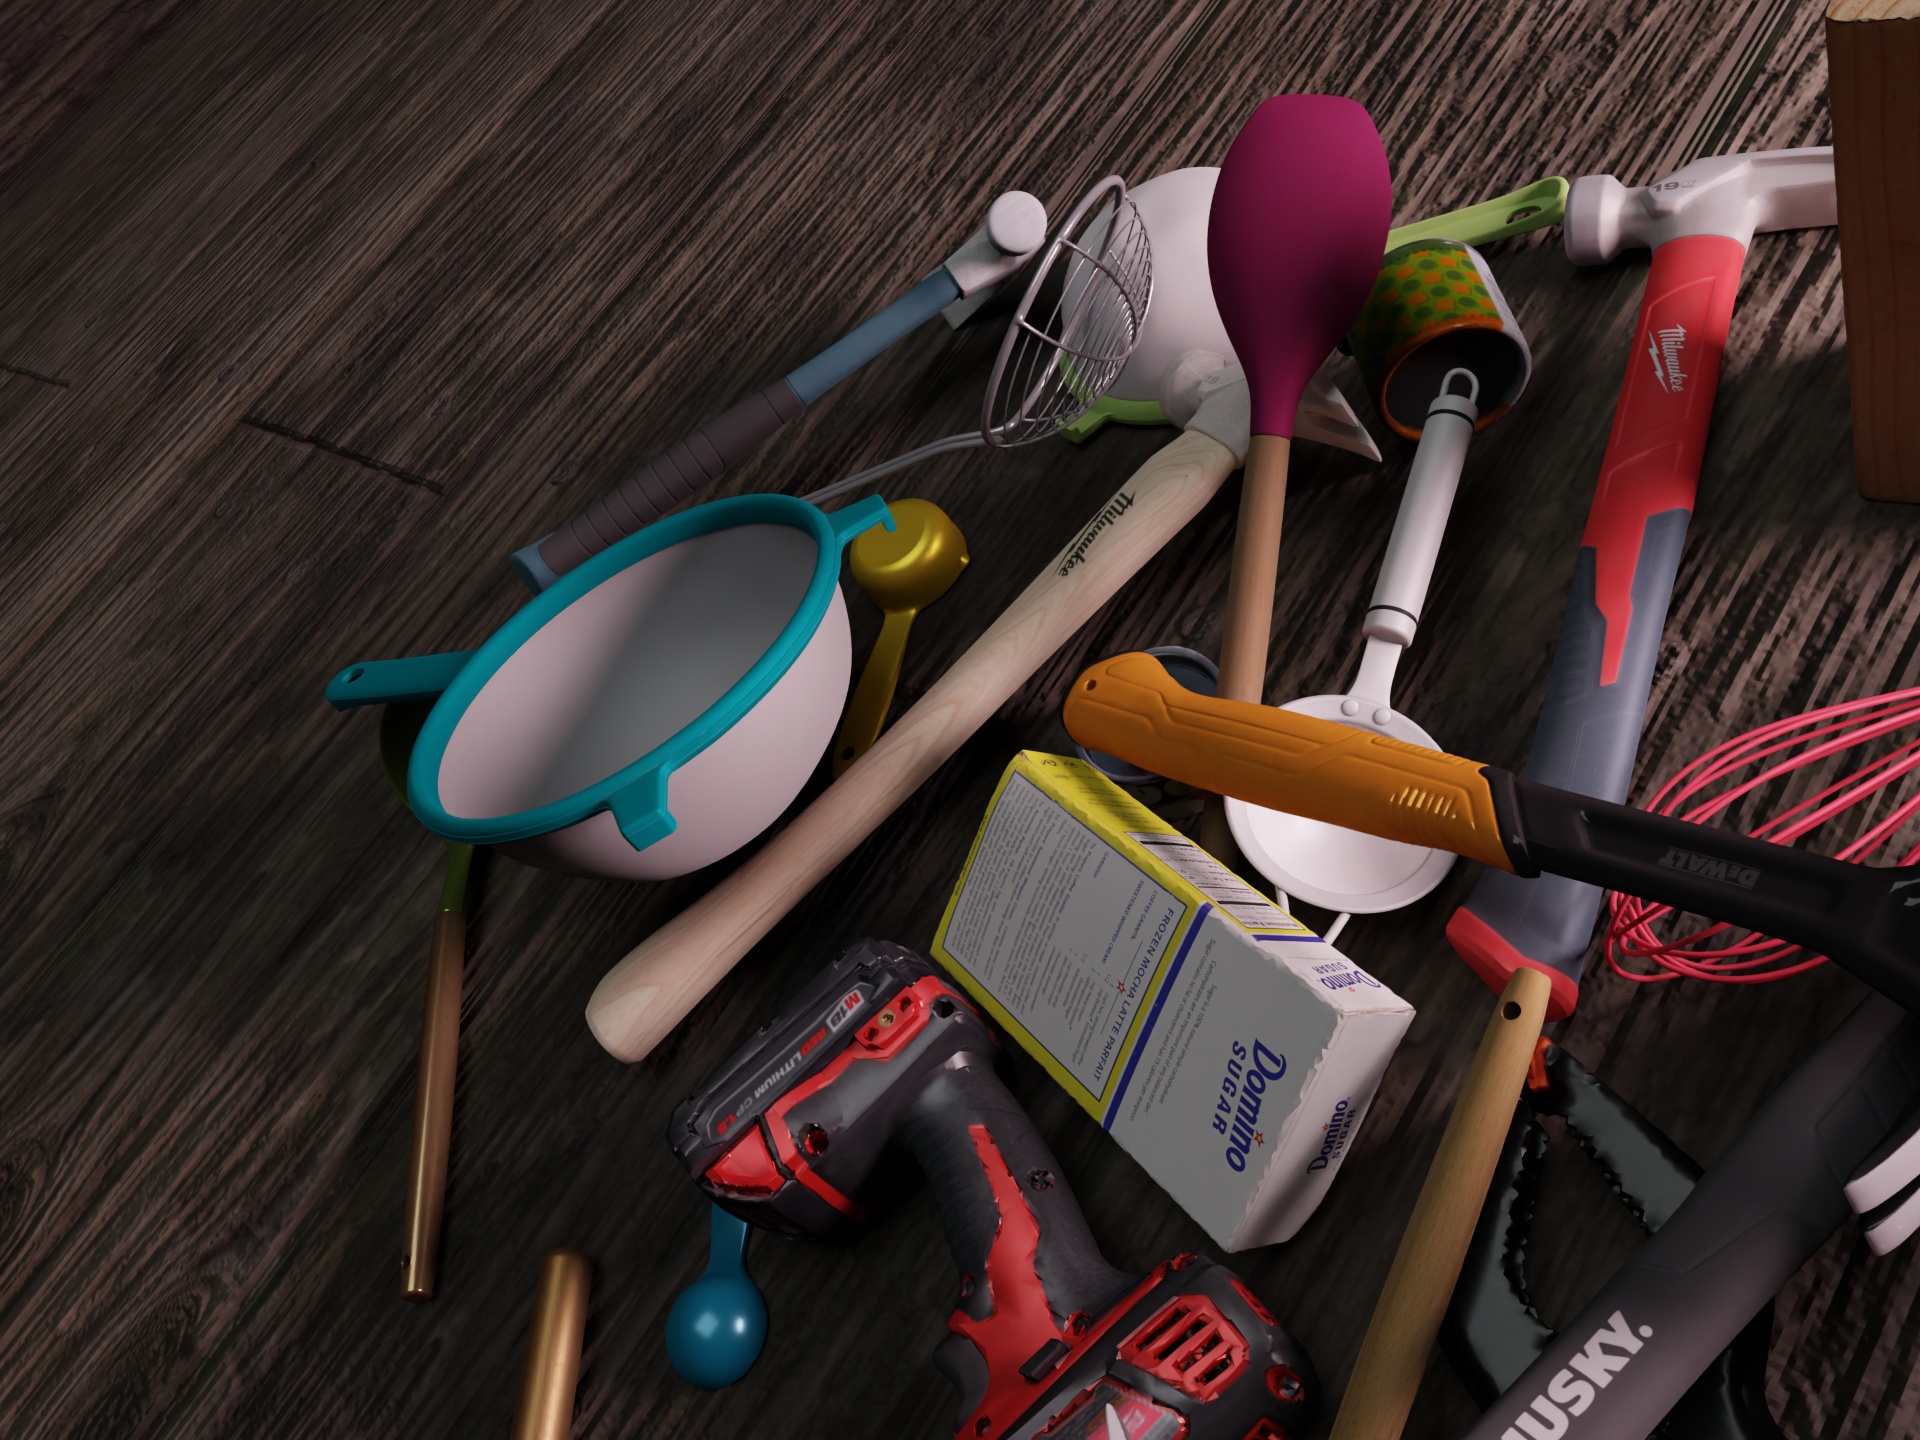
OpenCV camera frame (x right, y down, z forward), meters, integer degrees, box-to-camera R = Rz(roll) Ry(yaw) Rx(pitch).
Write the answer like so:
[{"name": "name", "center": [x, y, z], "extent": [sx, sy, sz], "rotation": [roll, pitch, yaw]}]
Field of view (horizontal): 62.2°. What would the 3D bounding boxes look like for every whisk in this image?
[{"name": "whisk", "center": [-0.154, 0.308, 0.564], "extent": [0.047, 0.051, 0.245], "rotation": [-4, 47, 3]}, {"name": "whisk", "center": [0.324, -0.005, 0.491], "extent": [0.296, 0.073, 0.073], "rotation": [-33, 45, -1]}]

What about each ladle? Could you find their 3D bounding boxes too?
[{"name": "ladle", "center": [-0.257, 0.114, 0.762], "extent": [0.078, 0.062, 0.320], "rotation": [-31, 47, 27]}, {"name": "ladle", "center": [0.108, 0.215, 0.442], "extent": [0.069, 0.031, 0.315], "rotation": [11, 71, 44]}]

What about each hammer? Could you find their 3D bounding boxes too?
[{"name": "hammer", "center": [0.186, 0.134, 0.403], "extent": [0.335, 0.035, 0.146], "rotation": [-36, 36, -20]}, {"name": "hammer", "center": [-0.099, -0.166, 0.839], "extent": [0.331, 0.033, 0.128], "rotation": [-34, 7, 3]}, {"name": "hammer", "center": [0.266, -0.068, 0.589], "extent": [0.143, 0.038, 0.386], "rotation": [6, 60, 33]}, {"name": "hammer", "center": [0.143, 0.032, 0.484], "extent": [0.127, 0.034, 0.337], "rotation": [-53, 36, -14]}, {"name": "hammer", "center": [-0.001, -0.002, 0.679], "extent": [0.410, 0.038, 0.146], "rotation": [-45, 26, -1]}]

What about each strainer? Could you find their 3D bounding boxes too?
[{"name": "strainer", "center": [-0.175, 0.003, 0.734], "extent": [0.340, 0.095, 0.211], "rotation": [-3, 43, 40]}, {"name": "strainer", "center": [0.161, -0.027, 0.601], "extent": [0.087, 0.050, 0.258], "rotation": [19, 71, 8]}, {"name": "strainer", "center": [0.153, -0.230, 0.761], "extent": [0.256, 0.069, 0.152], "rotation": [-10, 52, 28]}]

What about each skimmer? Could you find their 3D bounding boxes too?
[{"name": "skimmer", "center": [-0.061, -0.146, 0.784], "extent": [0.363, 0.090, 0.127], "rotation": [-18, 20, 32]}]

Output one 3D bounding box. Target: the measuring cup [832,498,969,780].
[{"name": "measuring cup", "center": [-0.040, -0.043, 0.764], "extent": [0.062, 0.029, 0.157], "rotation": [-3, 56, 30]}]

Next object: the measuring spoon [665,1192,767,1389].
[{"name": "measuring spoon", "center": [-0.095, 0.192, 0.622], "extent": [0.042, 0.021, 0.129], "rotation": [-15, 51, 21]}]

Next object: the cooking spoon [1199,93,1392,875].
[{"name": "cooking spoon", "center": [0.115, -0.082, 0.605], "extent": [0.069, 0.017, 0.319], "rotation": [7, 89, 12]}]

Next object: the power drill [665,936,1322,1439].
[{"name": "power drill", "center": [-0.001, 0.189, 0.534], "extent": [0.143, 0.078, 0.220], "rotation": [-43, 49, -5]}]
